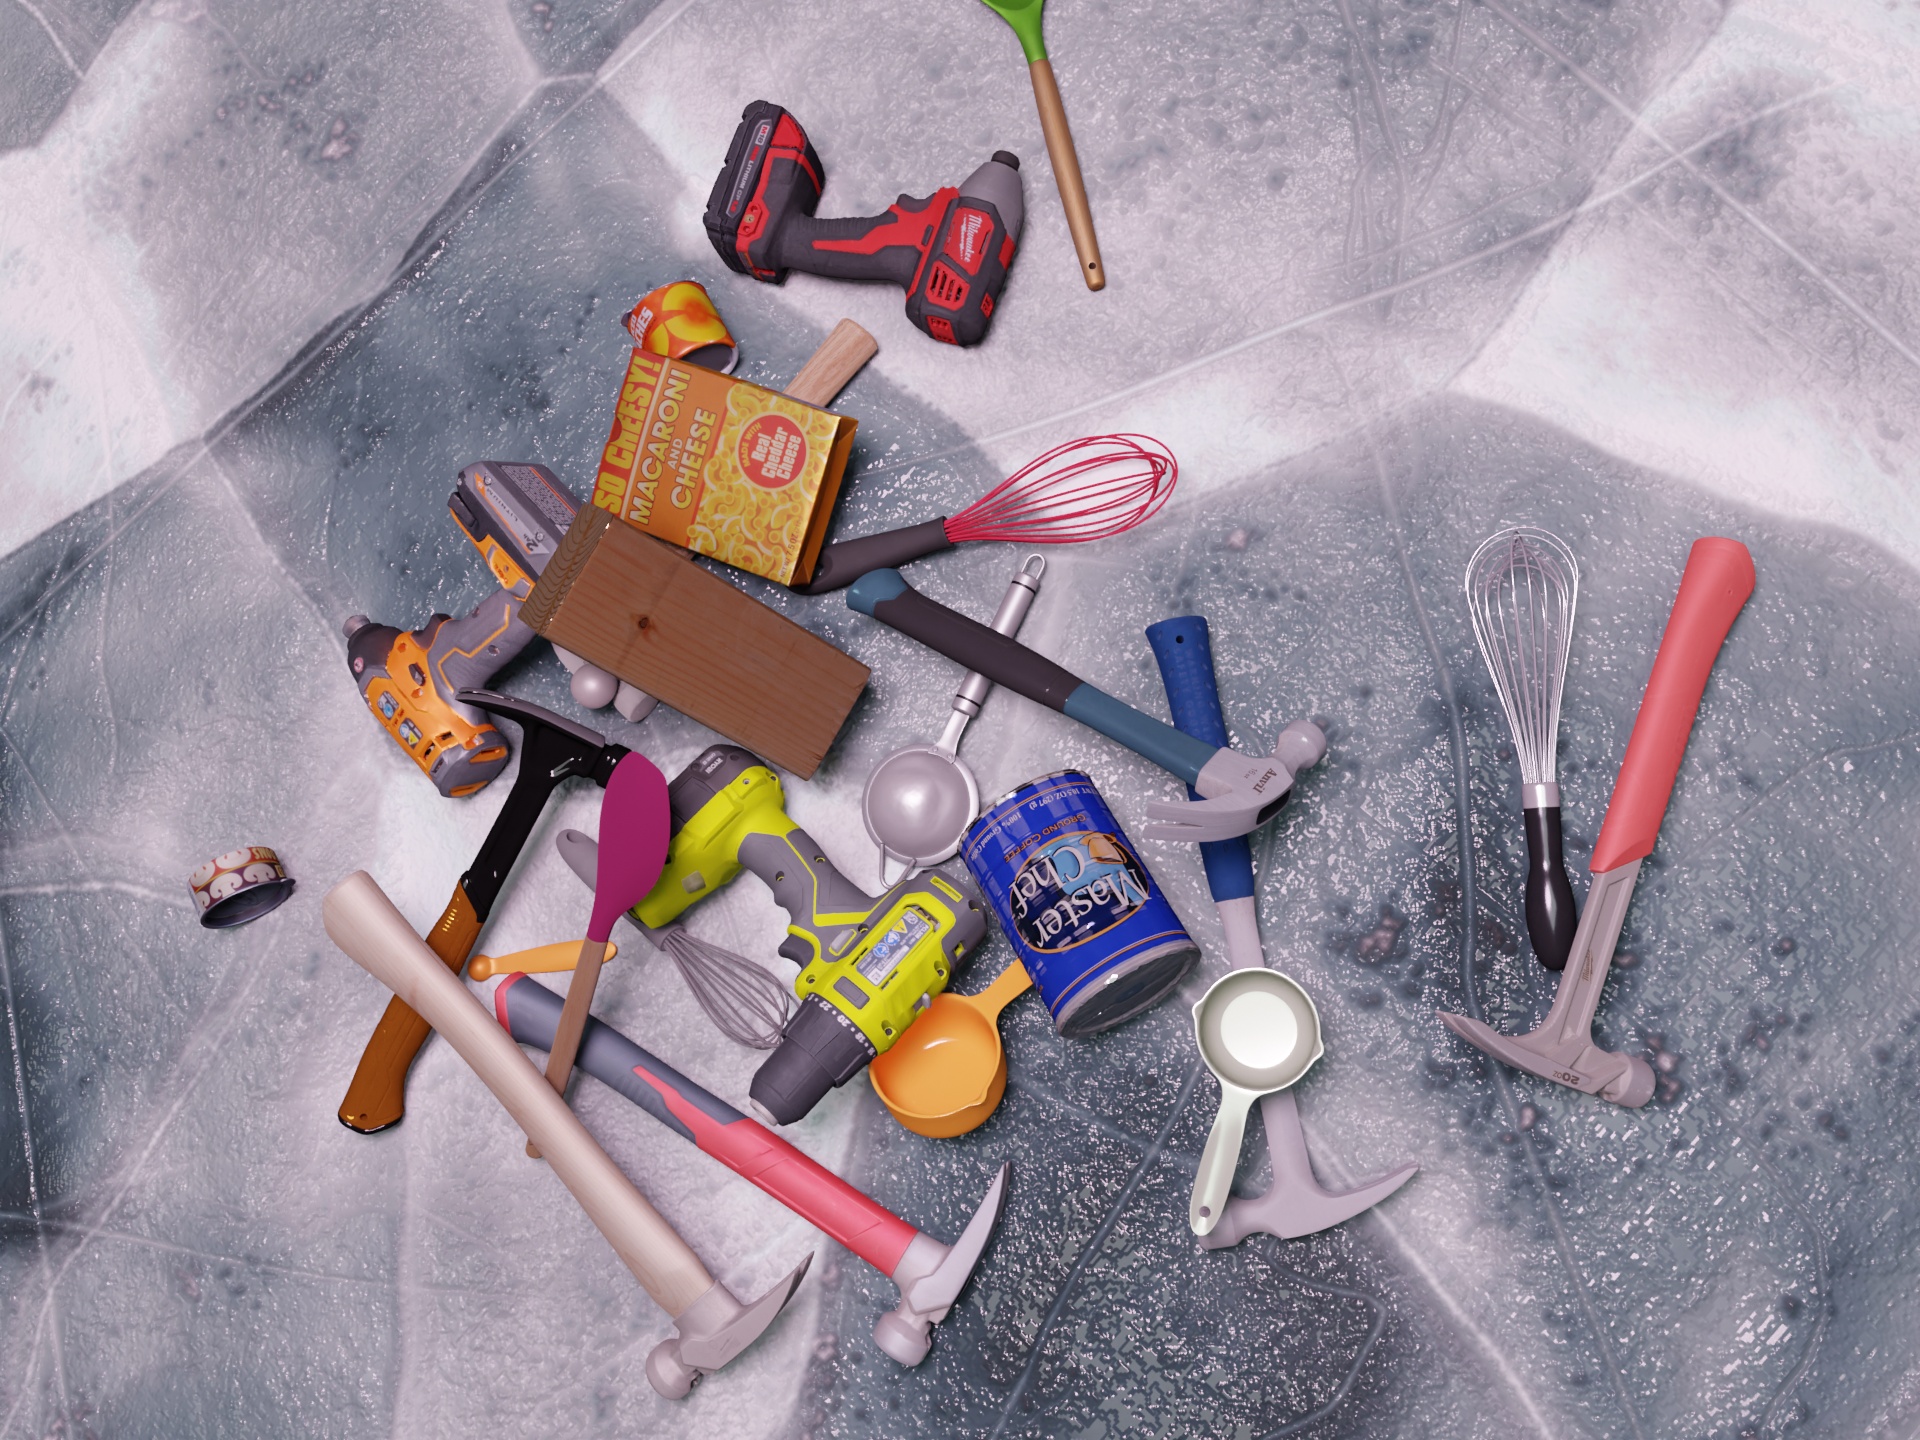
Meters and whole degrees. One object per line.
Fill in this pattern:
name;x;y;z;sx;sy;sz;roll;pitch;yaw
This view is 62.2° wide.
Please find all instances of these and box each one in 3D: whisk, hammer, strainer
whisk;0.369;0.016;1.016;0.070;0.070;0.285;-4;84;11
hammer;0.188;0.127;1.043;0.144;0.035;0.406;-12;78;10
hammer;-0.181;-0.164;1.175;0.130;0.031;0.331;40;90;15
hammer;-0.274;0.256;1.059;0.411;0.038;0.146;48;111;5
hammer;-0.154;0.268;1.089;0.386;0.038;0.143;29;86;15
hammer;0.413;0.049;0.986;0.149;0.037;0.359;24;80;-17
whisk;-0.202;0.150;1.118;0.239;0.055;0.055;38;89;20
hammer;0.065;-0.021;1.045;0.331;0.033;0.128;29;50;24
whisk;0.009;-0.138;1.120;0.296;0.073;0.073;-15;77;15
strainer;-0.002;-0.004;1.106;0.087;0.050;0.258;23;82;19
hammer;-0.361;0.142;1.119;0.127;0.034;0.337;26;98;-17

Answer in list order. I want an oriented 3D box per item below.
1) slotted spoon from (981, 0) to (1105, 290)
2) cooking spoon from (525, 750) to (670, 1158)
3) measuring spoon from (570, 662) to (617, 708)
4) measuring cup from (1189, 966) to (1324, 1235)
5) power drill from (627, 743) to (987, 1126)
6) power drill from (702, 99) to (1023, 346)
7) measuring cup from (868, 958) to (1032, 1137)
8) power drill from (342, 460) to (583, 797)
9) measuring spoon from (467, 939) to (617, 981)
slotted spoon;0.062;-0.463;1.180;0.070;0.031;0.314;-15;79;6
cooking spoon;-0.247;0.165;1.056;0.069;0.017;0.318;34;116;32
measuring spoon;-0.237;-0.061;1.142;0.034;0.018;0.124;39;88;15
measuring cup;0.173;0.236;0.989;0.083;0.038;0.167;16;86;15
power drill;-0.122;0.138;1.051;0.229;0.080;0.190;35;68;23
power drill;-0.063;-0.370;1.167;0.220;0.078;0.143;19;85;12
measuring cup;0.018;0.205;1.061;0.173;0.052;0.095;-39;55;-19
power drill;-0.357;-0.077;1.148;0.164;0.084;0.226;45;113;15
measuring spoon;-0.304;0.173;1.151;0.117;0.011;0.021;-9;78;10
